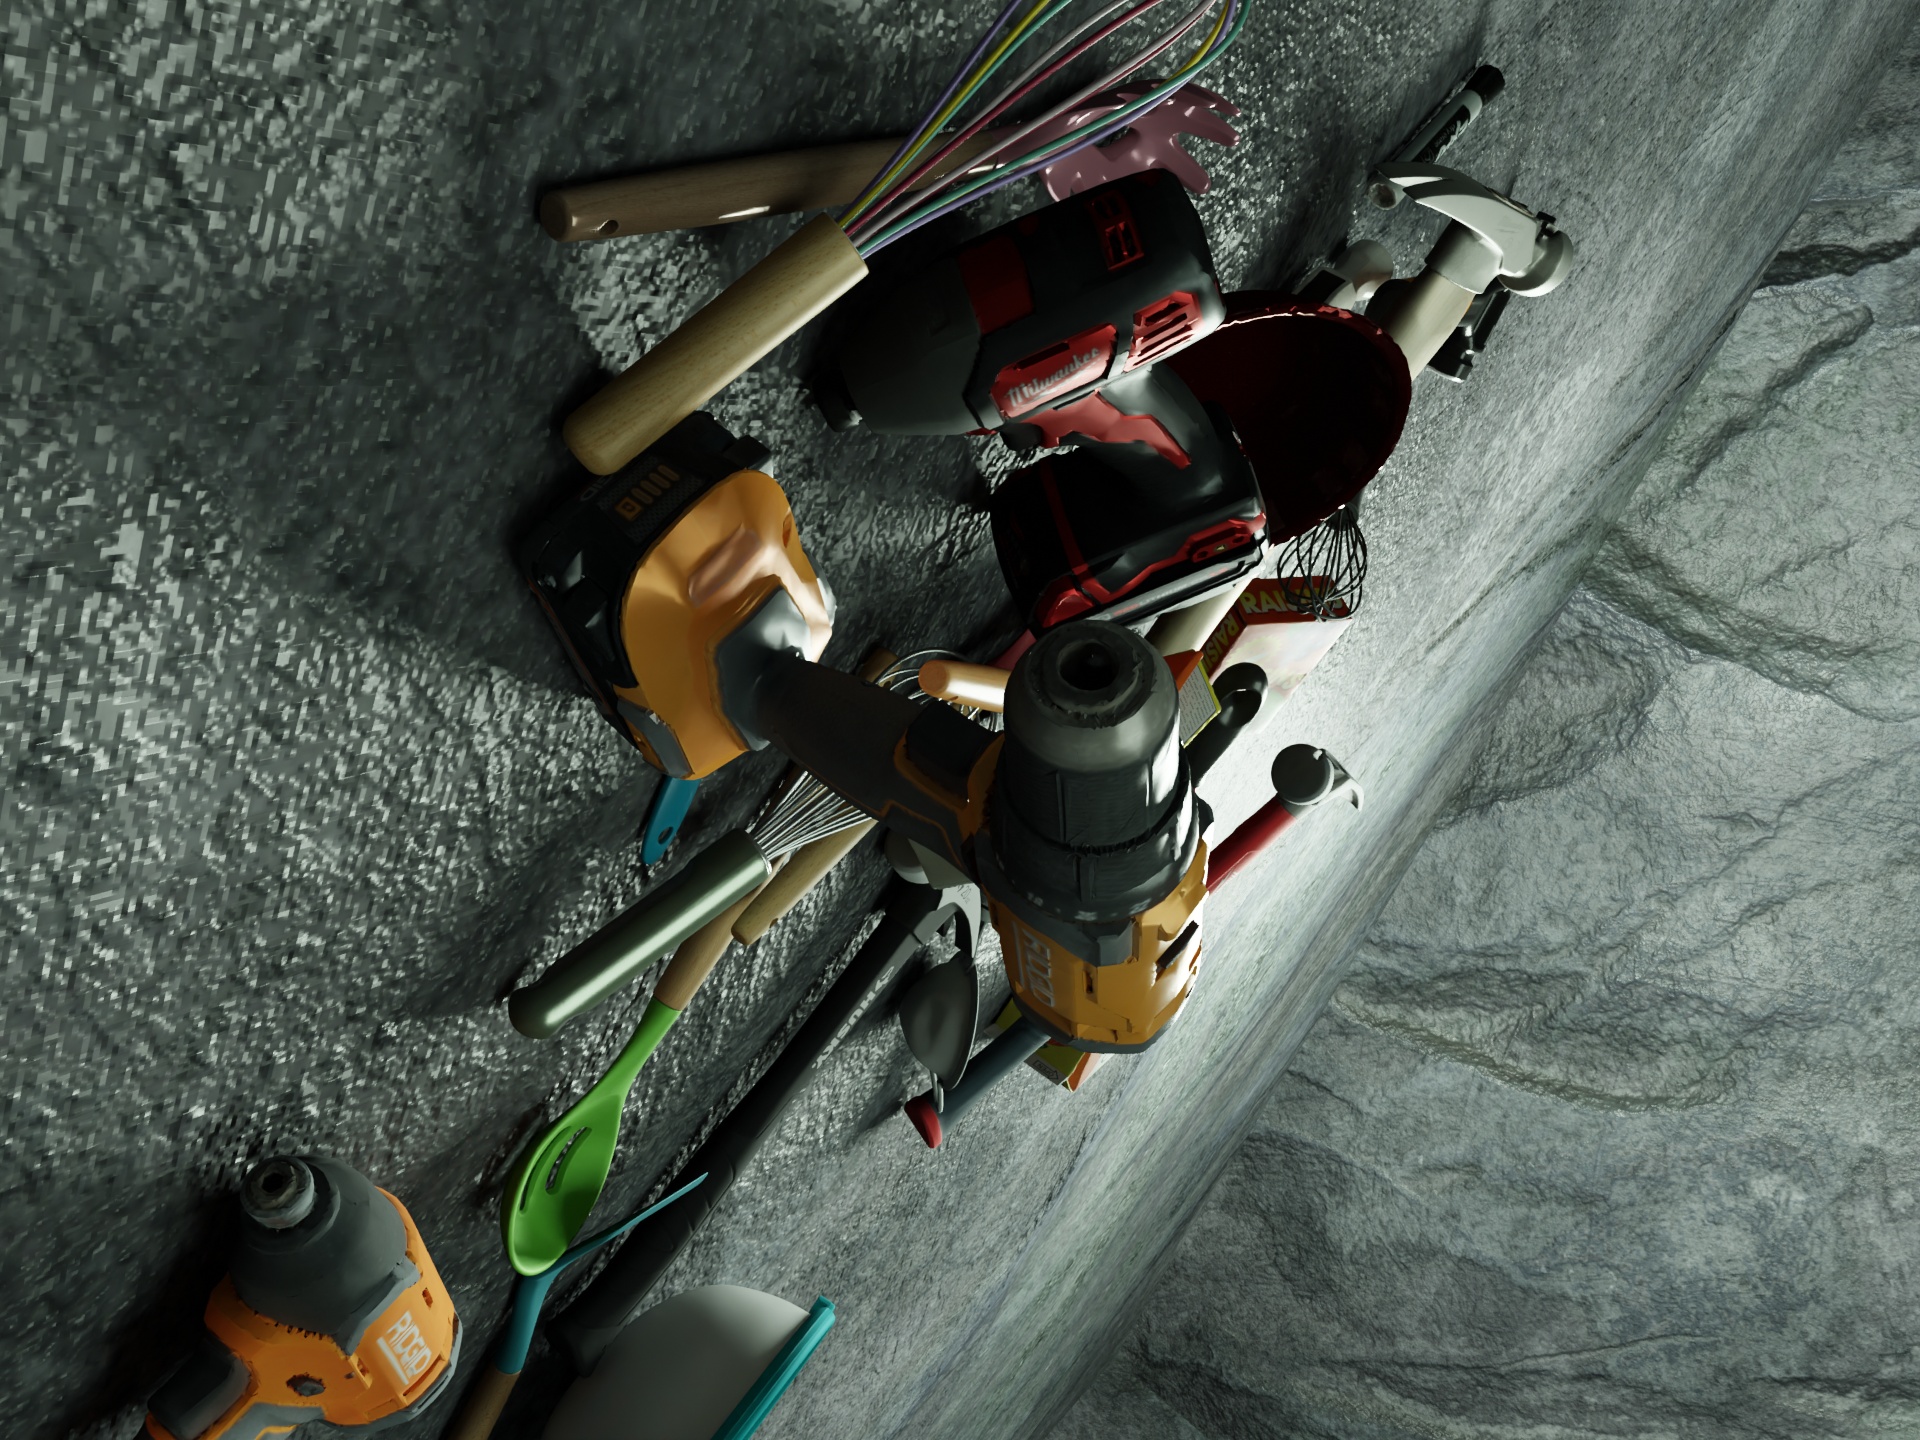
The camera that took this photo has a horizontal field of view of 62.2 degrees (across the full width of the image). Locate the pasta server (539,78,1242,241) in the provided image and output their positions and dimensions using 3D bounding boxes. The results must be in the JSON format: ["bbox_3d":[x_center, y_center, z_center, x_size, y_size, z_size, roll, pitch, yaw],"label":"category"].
[{"bbox_3d":[-0.004,-0.180,0.523,0.316,0.040,0.060,-29,161,-46],"label":"pasta server"}]

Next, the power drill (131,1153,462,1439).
[{"bbox_3d":[-0.269,0.245,0.516,0.226,0.084,0.164,-46,156,-34],"label":"power drill"}]

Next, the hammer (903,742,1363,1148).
[{"bbox_3d":[0.114,0.159,1.087,0.386,0.038,0.143,-43,157,12],"label":"hammer"}]

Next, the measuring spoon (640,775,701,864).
[{"bbox_3d":[-0.091,0.006,0.618,0.042,0.021,0.128,-3,123,-63],"label":"measuring spoon"}]

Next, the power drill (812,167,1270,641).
[{"bbox_3d":[0.040,-0.110,0.616,0.143,0.079,0.219,-22,156,10],"label":"power drill"}]

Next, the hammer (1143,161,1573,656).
[{"bbox_3d":[0.158,-0.108,0.870,0.146,0.038,0.410,4,131,-43],"label":"hammer"}]

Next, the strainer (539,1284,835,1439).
[{"bbox_3d":[-0.172,0.372,0.816,0.211,0.095,0.340,-51,168,-10],"label":"strainer"}]

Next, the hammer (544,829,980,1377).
[{"bbox_3d":[-0.102,0.206,0.857,0.335,0.035,0.146,-51,157,-11],"label":"hammer"}]

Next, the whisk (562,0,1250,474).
[{"bbox_3d":[-0.014,-0.150,0.465,0.245,0.051,0.047,-38,170,2],"label":"whisk"}]

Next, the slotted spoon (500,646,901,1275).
[{"bbox_3d":[-0.114,0.102,0.701,0.314,0.031,0.070,-58,158,-1],"label":"slotted spoon"}]

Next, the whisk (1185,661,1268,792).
[{"bbox_3d":[0.141,0.043,1.028,0.073,0.073,0.295,-44,167,-27],"label":"whisk"}]

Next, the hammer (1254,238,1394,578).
[{"bbox_3d":[0.181,-0.126,0.981,0.130,0.031,0.331,-41,154,-33],"label":"hammer"}]

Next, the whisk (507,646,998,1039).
[{"bbox_3d":[-0.080,0.049,0.656,0.246,0.059,0.058,-37,-171,-22],"label":"whisk"}]

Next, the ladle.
[{"bbox_3d":[-0.001,-0.002,0.758,0.315,0.031,0.069,-46,160,-33],"label":"ladle"}]

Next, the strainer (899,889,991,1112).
[{"bbox_3d":[0.011,0.121,0.965,0.087,0.050,0.258,-127,-124,-68],"label":"strainer"}]

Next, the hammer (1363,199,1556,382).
[{"bbox_3d":[0.309,-0.266,0.998,0.337,0.034,0.127,-29,147,-60],"label":"hammer"}]

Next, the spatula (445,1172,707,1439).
[{"bbox_3d":[-0.226,0.342,0.780,0.317,0.044,0.082,-61,163,14],"label":"spatula"}]

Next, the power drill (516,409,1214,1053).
[{"bbox_3d":[-0.025,-0.006,0.467,0.084,0.226,0.185,-47,156,-20],"label":"power drill"}]

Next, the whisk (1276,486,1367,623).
[{"bbox_3d":[0.237,-0.131,1.006,0.239,0.055,0.055,-62,170,-52],"label":"whisk"}]

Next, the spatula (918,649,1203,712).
[{"bbox_3d":[0.043,-0.017,0.707,0.322,0.081,0.041,7,71,-70],"label":"spatula"}]
